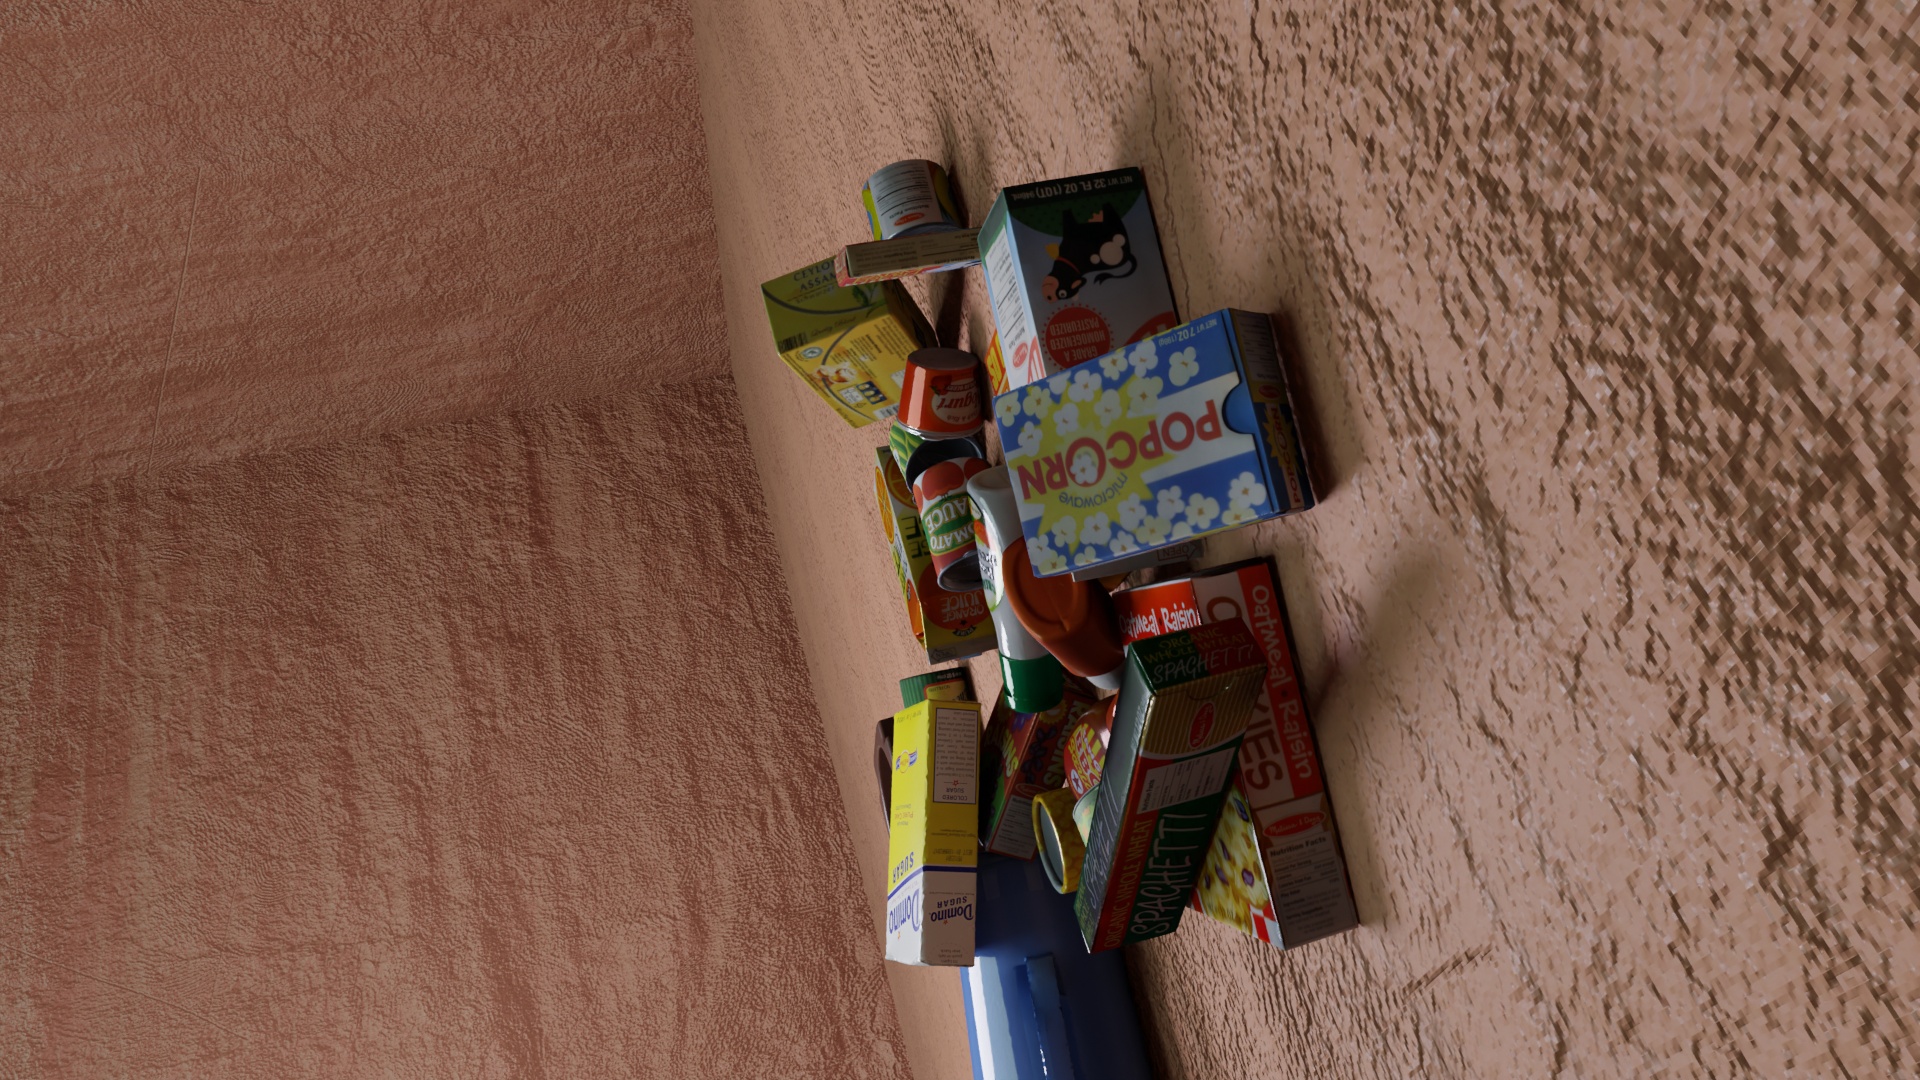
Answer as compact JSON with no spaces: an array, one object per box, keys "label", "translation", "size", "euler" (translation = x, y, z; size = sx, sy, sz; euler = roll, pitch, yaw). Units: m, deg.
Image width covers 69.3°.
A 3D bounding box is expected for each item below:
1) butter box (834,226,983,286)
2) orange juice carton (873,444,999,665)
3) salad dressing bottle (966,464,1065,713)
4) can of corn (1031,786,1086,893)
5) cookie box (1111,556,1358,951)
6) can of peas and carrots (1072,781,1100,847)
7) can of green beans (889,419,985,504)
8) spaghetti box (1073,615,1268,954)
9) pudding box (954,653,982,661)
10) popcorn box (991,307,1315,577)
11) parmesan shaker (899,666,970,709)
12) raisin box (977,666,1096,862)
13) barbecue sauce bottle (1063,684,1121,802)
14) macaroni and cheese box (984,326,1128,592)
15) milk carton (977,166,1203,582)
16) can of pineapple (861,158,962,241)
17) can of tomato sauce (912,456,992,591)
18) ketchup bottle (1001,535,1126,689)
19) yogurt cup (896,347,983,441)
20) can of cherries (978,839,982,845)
[{"label":"butter box","translation":[-0.034,-0.199,0.974],"size":[0.053,0.104,0.024],"euler":[-162,62,-77]},{"label":"orange juice carton","translation":[-0.017,0.011,1.171],"size":[0.072,0.072,0.193],"euler":[99,157,-61]},{"label":"salad dressing bottle","translation":[0.036,0.030,0.819],"size":[0.064,0.044,0.147],"euler":[-130,29,-64]},{"label":"can of corn","translation":[0.083,0.188,0.901],"size":[0.071,0.058,0.071],"euler":[170,88,-78]},{"label":"cookie box","translation":[0.126,0.097,0.662],"size":[0.123,0.040,0.167],"euler":[151,106,-78]},{"label":"can of peas and carrots","translation":[0.103,0.168,0.772],"size":[0.070,0.071,0.059],"euler":[93,161,-49]},{"label":"can of green beans","translation":[-0.019,-0.072,1.117],"size":[0.058,0.071,0.071],"euler":[-117,20,-53]},{"label":"spaghetti box","translation":[0.089,0.122,0.634],"size":[0.248,0.050,0.029],"euler":[93,162,-50]},{"label":"pudding box","translation":[0.004,0.068,1.232],"size":[0.083,0.030,0.050],"euler":[100,157,-60]},{"label":"popcorn box","translation":[0.079,-0.039,0.593],"size":[0.126,0.038,0.085],"euler":[-17,82,40]},{"label":"parmesan shaker","translation":[-0.020,0.180,1.351],"size":[0.071,0.071,0.103],"euler":[136,122,-76]},{"label":"raisin box","translation":[0.044,0.148,0.967],"size":[0.086,0.040,0.123],"euler":[-141,72,-73]},{"label":"barbecue sauce bottle","translation":[0.096,0.118,0.812],"size":[0.147,0.044,0.065],"euler":[103,146,-63]},{"label":"macaroni and cheese box","translation":[0.063,-0.060,0.808],"size":[0.123,0.040,0.167],"euler":[113,143,-70]},{"label":"milk carton","translation":[0.068,-0.078,0.689],"size":[0.073,0.072,0.190],"euler":[141,117,-78]},{"label":"can of pineapple","translation":[-0.035,-0.240,1.032],"size":[0.070,0.071,0.058],"euler":[111,146,-69]},{"label":"can of tomato sauce","translation":[0.004,-0.013,1.060],"size":[0.071,0.071,0.083],"euler":[101,155,-61]},{"label":"ketchup bottle","translation":[0.067,0.046,0.758],"size":[0.065,0.043,0.148],"euler":[68,-170,27]},{"label":"yogurt cup","translation":[-0.015,-0.115,1.066],"size":[0.072,0.072,0.053],"euler":[-122,32,-59]},{"label":"can of cherries","translation":[0.038,0.209,1.136],"size":[0.071,0.058,0.071],"euler":[170,89,-77]}]
